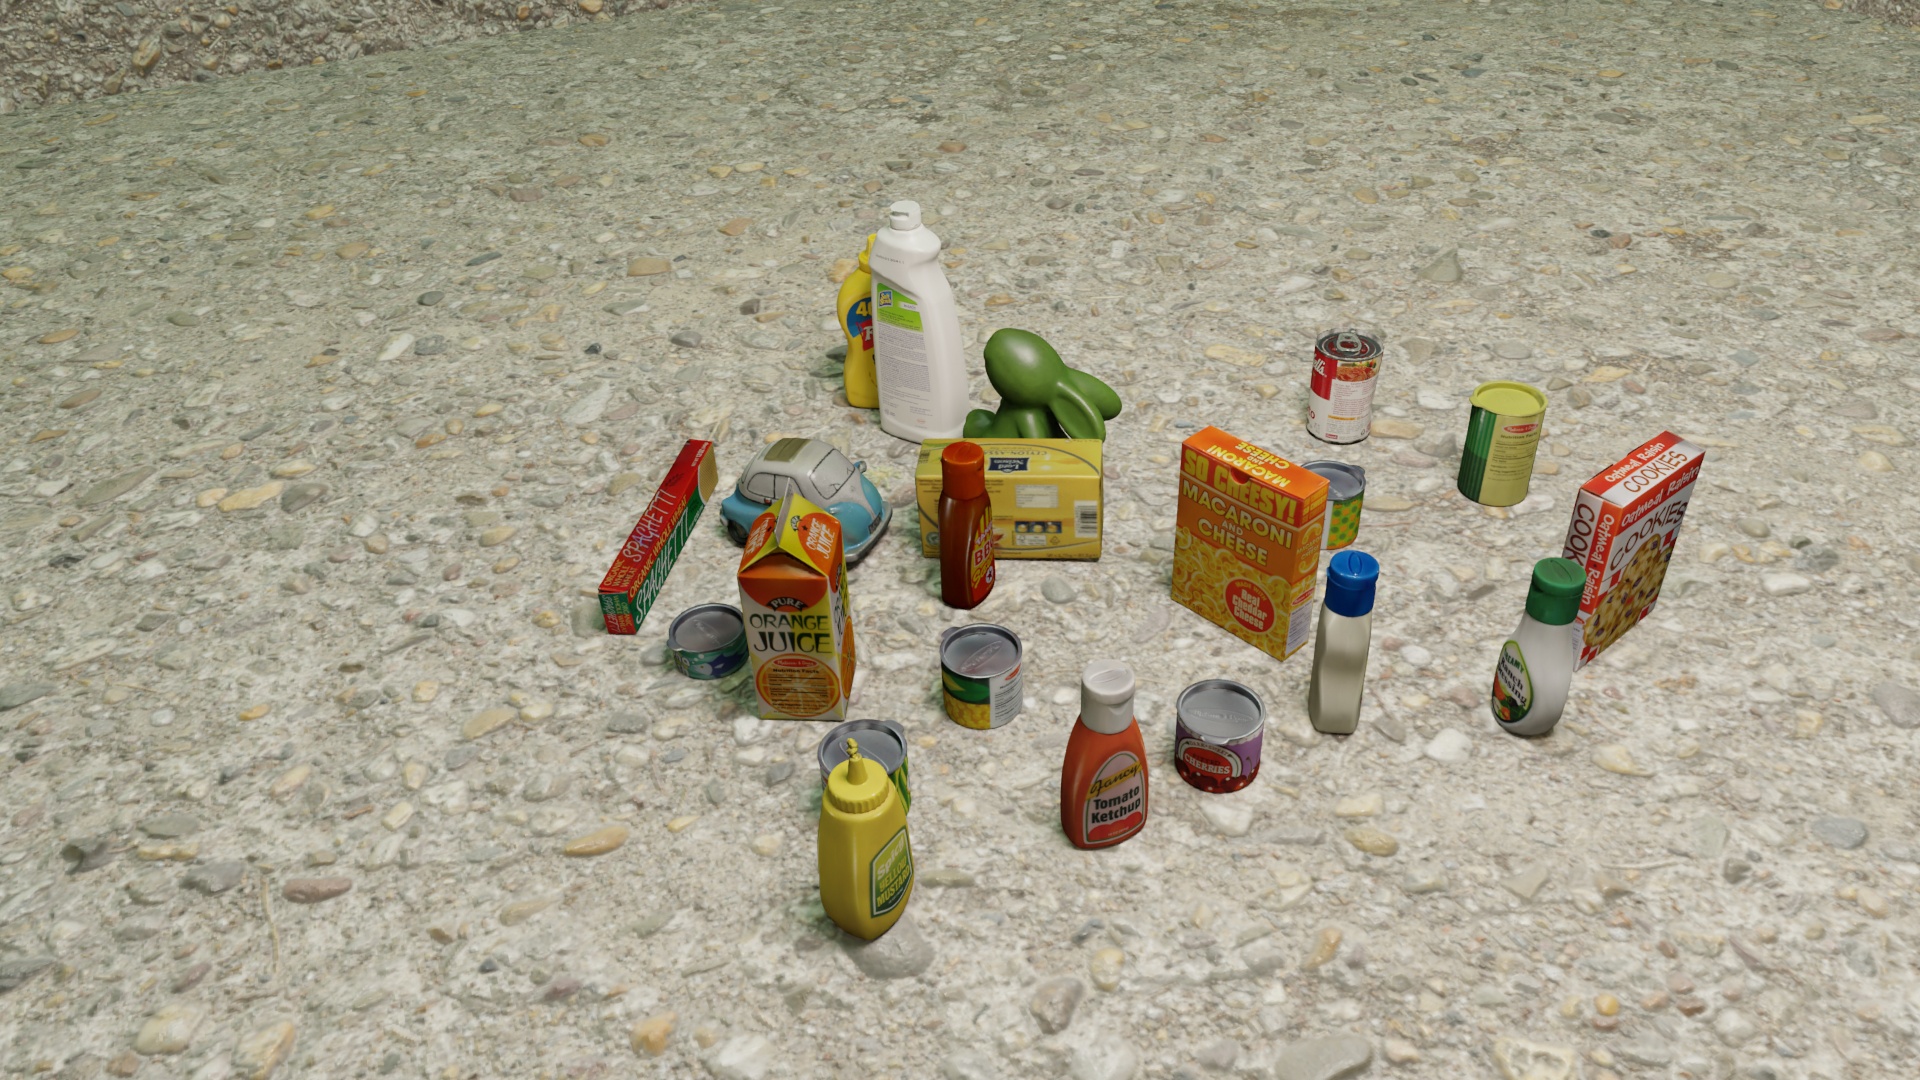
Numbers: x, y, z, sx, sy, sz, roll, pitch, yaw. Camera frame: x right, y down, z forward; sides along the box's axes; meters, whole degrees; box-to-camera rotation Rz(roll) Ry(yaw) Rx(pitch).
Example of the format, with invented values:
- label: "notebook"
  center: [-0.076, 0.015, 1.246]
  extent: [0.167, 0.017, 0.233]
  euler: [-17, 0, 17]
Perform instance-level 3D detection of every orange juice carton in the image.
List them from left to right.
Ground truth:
- label: "orange juice carton"
  center: [-0.129, 0.049, 1.097]
  extent: [0.073, 0.191, 0.072]
  euler: [1, 36, 5]

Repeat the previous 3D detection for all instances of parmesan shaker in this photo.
- label: "parmesan shaker"
  center: [0.512, -0.092, 1.323]
  extent: [0.071, 0.102, 0.072]
  euler: [-2, 36, 1]

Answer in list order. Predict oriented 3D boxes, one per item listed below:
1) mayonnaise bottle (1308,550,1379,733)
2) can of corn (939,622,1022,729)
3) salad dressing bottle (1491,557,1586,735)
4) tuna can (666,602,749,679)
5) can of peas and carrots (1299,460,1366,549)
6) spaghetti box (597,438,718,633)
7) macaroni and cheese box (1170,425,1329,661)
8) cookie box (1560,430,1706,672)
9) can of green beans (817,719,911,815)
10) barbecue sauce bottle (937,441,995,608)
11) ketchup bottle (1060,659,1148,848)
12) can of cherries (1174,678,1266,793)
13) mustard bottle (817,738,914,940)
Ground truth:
- label: "mayonnaise bottle"
  center: [0.295, 0.077, 1.068]
  extent: [0.041, 0.147, 0.065]
  euler: [4, 36, 10]
- label: "can of corn"
  center: [0.016, 0.108, 1.119]
  extent: [0.071, 0.058, 0.071]
  euler: [-2, 36, 1]
- label: "salad dressing bottle"
  center: [0.440, 0.081, 1.053]
  extent: [0.044, 0.146, 0.064]
  euler: [-7, 36, -5]
- label: "tuna can"
  center: [-0.216, 0.087, 1.185]
  extent: [0.071, 0.032, 0.071]
  euler: [-2, 36, 1]
- label: "can of peas and carrots"
  center: [0.342, -0.034, 1.292]
  extent: [0.071, 0.058, 0.071]
  euler: [-2, 36, 1]
- label: "spaghetti box"
  center: [-0.280, -0.009, 1.307]
  extent: [0.029, 0.050, 0.251]
  euler: [3, 36, 9]
- label: "macaroni and cheese box"
  center: [0.238, 0.003, 1.157]
  extent: [0.040, 0.165, 0.124]
  euler: [-30, 44, -32]
- label: "cookie box"
  center: [0.535, 0.008, 1.129]
  extent: [0.123, 0.166, 0.040]
  euler: [-27, 42, -29]
- label: "can of green beans"
  center: [-0.071, 0.176, 1.032]
  extent: [0.071, 0.057, 0.071]
  euler: [-2, 36, 1]
- label: "barbecue sauce bottle"
  center: [0.004, -0.015, 1.213]
  extent: [0.044, 0.147, 0.065]
  euler: [12, 39, 20]
- label: "ketchup bottle"
  center: [0.102, 0.150, 0.979]
  extent: [0.065, 0.148, 0.044]
  euler: [-16, 38, -17]
- label: "can of cherries"
  center: [0.194, 0.149, 1.050]
  extent: [0.071, 0.058, 0.072]
  euler: [-2, 36, 1]
- label: "mustard bottle"
  center: [-0.065, 0.194, 0.921]
  extent: [0.049, 0.159, 0.065]
  euler: [19, 42, 28]
